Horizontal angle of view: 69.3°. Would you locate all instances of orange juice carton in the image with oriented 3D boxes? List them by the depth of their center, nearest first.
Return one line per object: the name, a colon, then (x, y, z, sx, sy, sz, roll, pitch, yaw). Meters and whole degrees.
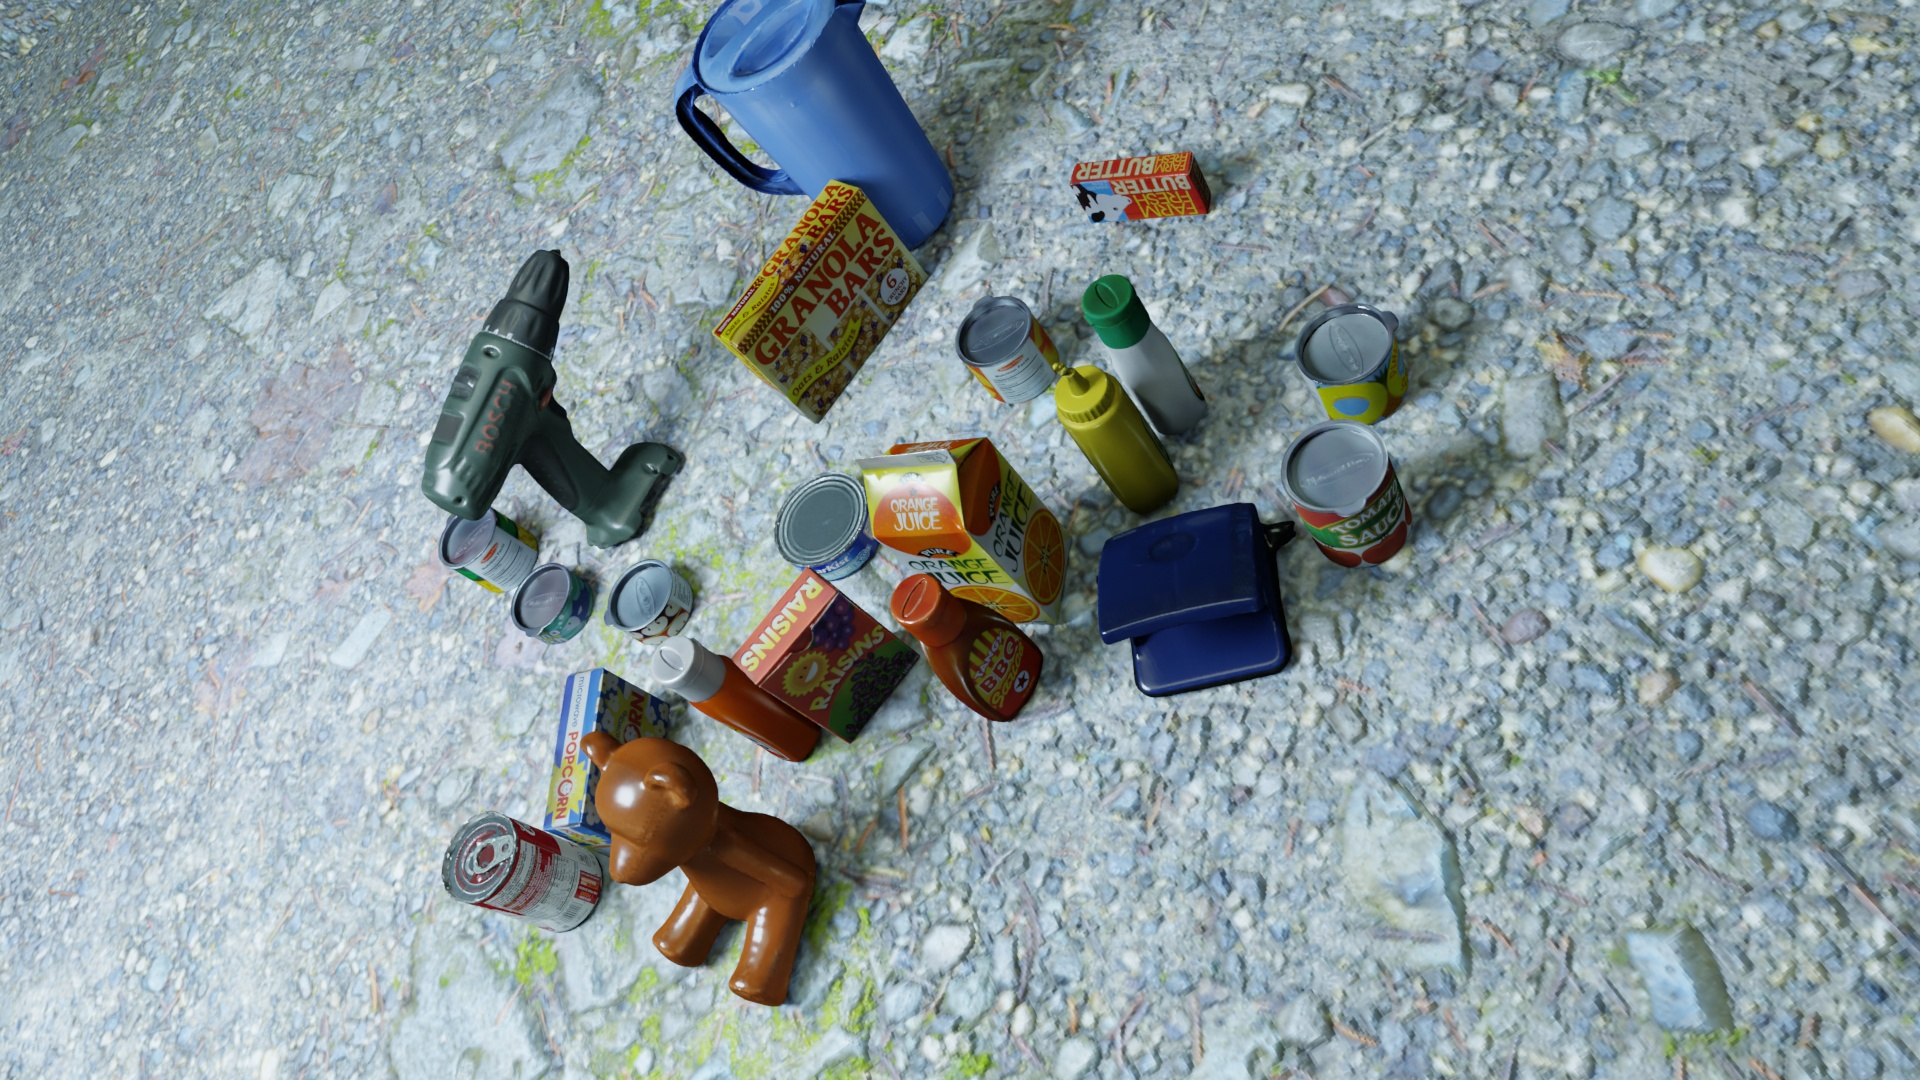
orange juice carton: (0.003, -0.012, 0.948, 0.072, 0.192, 0.073, -2, 63, 29)

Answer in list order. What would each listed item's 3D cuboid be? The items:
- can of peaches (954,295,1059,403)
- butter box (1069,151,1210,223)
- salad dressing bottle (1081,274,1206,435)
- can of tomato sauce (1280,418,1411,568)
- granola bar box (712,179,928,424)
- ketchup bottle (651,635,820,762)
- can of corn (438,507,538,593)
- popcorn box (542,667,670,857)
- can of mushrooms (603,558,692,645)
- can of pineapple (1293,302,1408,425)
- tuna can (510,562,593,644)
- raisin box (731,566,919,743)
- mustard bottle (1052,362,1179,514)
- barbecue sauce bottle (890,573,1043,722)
can of peaches: (0.037, -0.151, 1.096, 0.071, 0.058, 0.071, -14, 57, 22)
butter box: (0.145, -0.282, 1.114, 0.103, 0.053, 0.024, 3, 65, 30)
salad dressing bottle: (0.129, -0.129, 0.974, 0.044, 0.147, 0.064, -36, 52, 7)
can of tomato sauce: (0.249, -0.027, 0.889, 0.071, 0.083, 0.071, -14, 58, 22)
granola bar box: (-0.115, -0.199, 1.166, 0.039, 0.124, 0.166, 30, 80, 38)
ketchup bottle: (-0.162, 0.112, 0.997, 0.065, 0.148, 0.043, 29, 80, 38)
can of corn: (-0.431, 0.006, 1.267, 0.071, 0.058, 0.071, -14, 57, 22)
popcorn box: (-0.269, 0.171, 1.063, 0.038, 0.085, 0.127, -14, 57, 23)
can of mushrooms: (-0.261, 0.053, 1.160, 0.071, 0.033, 0.071, -14, 57, 22)
can of pineapple: (0.269, -0.119, 0.948, 0.071, 0.057, 0.071, -14, 57, 22)
tuna can: (-0.356, 0.058, 1.211, 0.071, 0.032, 0.071, -14, 57, 22)
raisin box: (-0.094, 0.084, 0.991, 0.086, 0.123, 0.040, -50, 51, -4)
mustard bottle: (0.102, -0.077, 0.952, 0.049, 0.160, 0.065, -33, 52, 9)
barbecue sauce bottle: (0.003, 0.069, 0.930, 0.044, 0.148, 0.065, 21, 75, 36)
